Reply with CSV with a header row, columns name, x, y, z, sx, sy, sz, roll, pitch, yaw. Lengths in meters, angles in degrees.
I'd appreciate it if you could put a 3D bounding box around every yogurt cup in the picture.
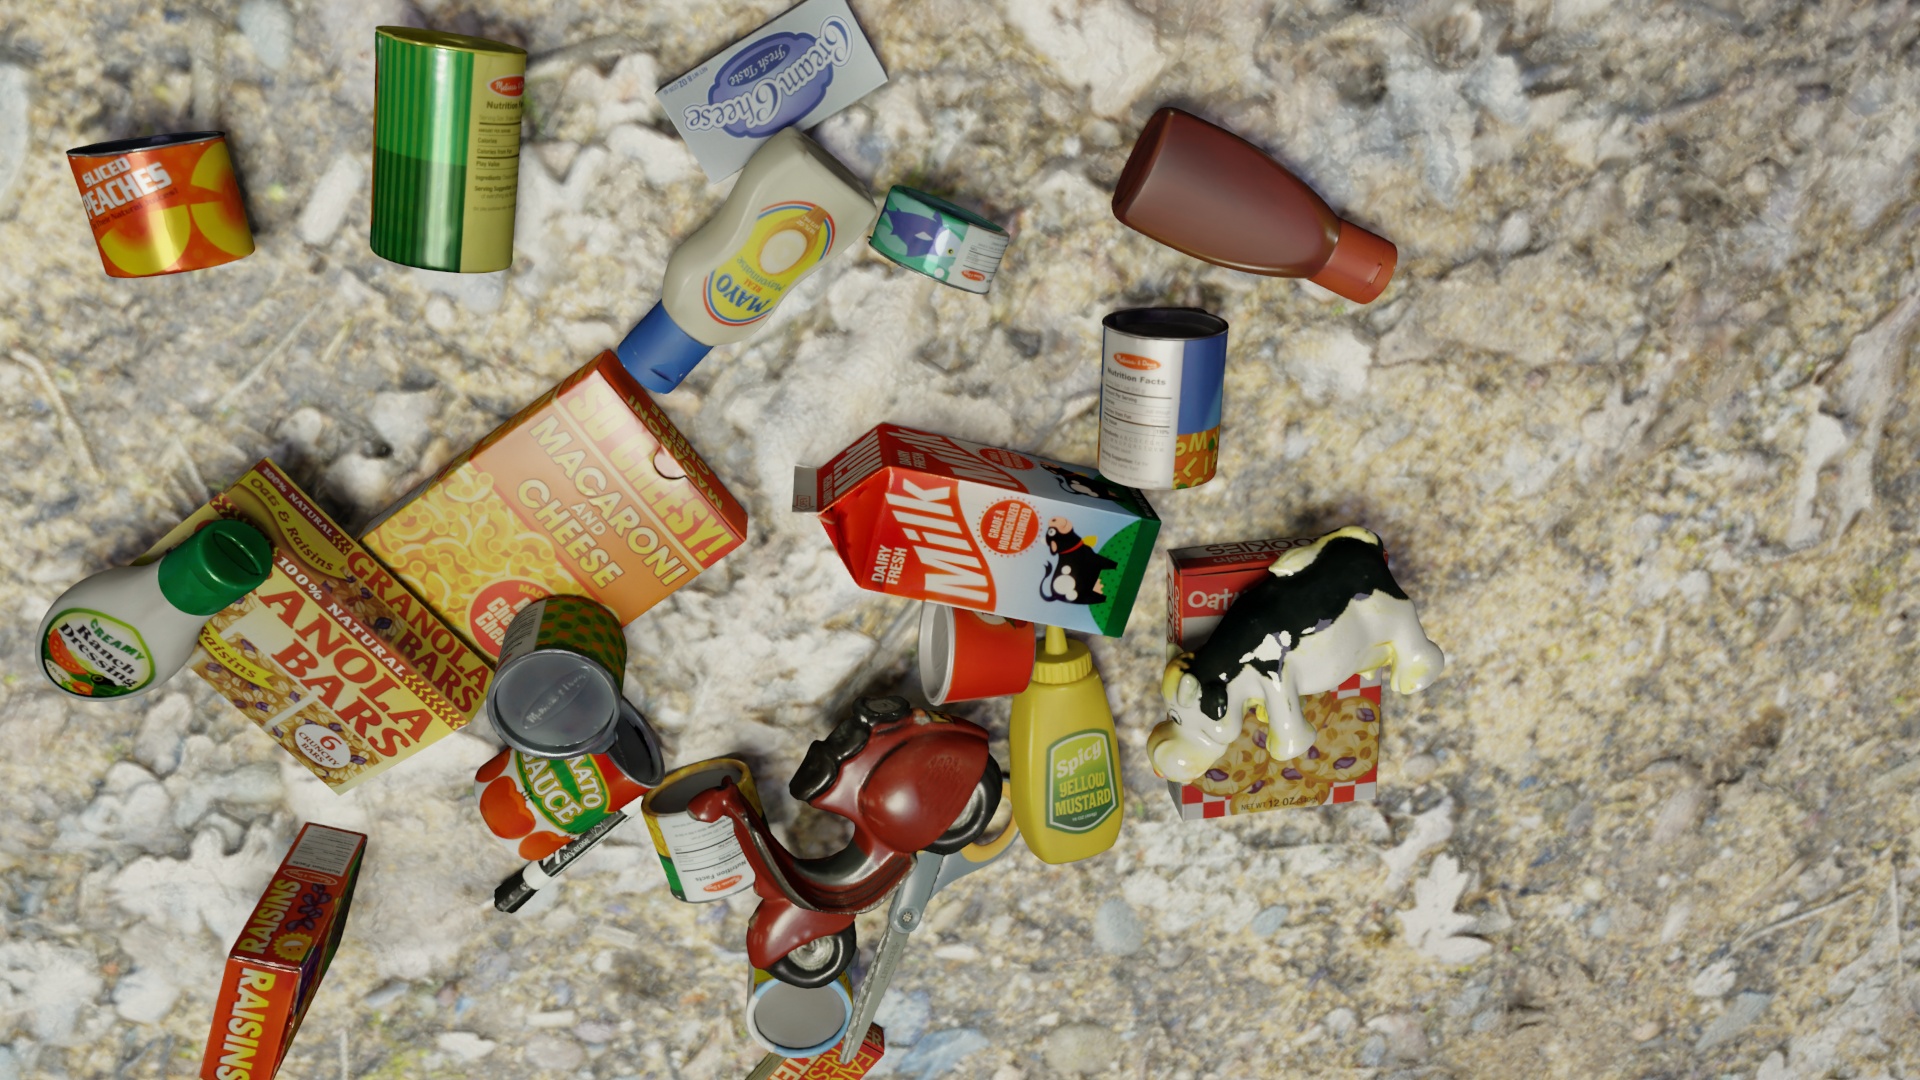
name,x,y,z,sx,sy,sz,roll,pitch,yaw
yogurt cup,0.009,0.060,0.789,0.054,0.072,0.072,3,112,-16

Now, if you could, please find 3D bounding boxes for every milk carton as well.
name,x,y,z,sx,sy,sz,roll,pitch,yaw
milk carton,0.003,-0.009,0.755,0.191,0.072,0.073,12,110,-11

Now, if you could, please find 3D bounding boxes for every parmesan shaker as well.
name,x,y,z,sx,sy,sz,roll,pitch,yaw
parmesan shaker,-0.245,-0.184,0.657,0.071,0.071,0.102,8,111,-10

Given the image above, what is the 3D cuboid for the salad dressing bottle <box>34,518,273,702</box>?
name,x,y,z,sx,sy,sz,roll,pitch,yaw
salad dressing bottle,-0.396,0.034,0.683,0.147,0.044,0.064,-26,115,28

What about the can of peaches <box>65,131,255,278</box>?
name,x,y,z,sx,sy,sz,roll,pitch,yaw
can of peaches,-0.375,-0.158,0.653,0.071,0.071,0.057,-6,114,-4

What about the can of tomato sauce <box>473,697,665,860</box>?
name,x,y,z,sx,sy,sz,roll,pitch,yaw
can of tomato sauce,-0.222,0.133,0.787,0.083,0.071,0.071,-34,112,8

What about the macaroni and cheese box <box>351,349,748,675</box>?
name,x,y,z,sx,sy,sz,roll,pitch,yaw
macaroni and cheese box,-0.218,-0.004,0.749,0.166,0.040,0.123,-34,112,8

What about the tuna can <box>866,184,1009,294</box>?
name,x,y,z,sx,sy,sz,roll,pitch,yaw
tuna can,-0.012,-0.153,0.701,0.071,0.071,0.032,19,108,-14

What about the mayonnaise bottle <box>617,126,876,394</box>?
name,x,y,z,sx,sy,sz,roll,pitch,yaw
mayonnaise bottle,-0.113,-0.136,0.702,0.147,0.041,0.064,-43,136,17

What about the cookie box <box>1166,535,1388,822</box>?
name,x,y,z,sx,sy,sz,roll,pitch,yaw
cookie box,0.187,0.082,0.830,0.123,0.040,0.166,-6,112,-4

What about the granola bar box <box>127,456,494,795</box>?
name,x,y,z,sx,sy,sz,roll,pitch,yaw
granola bar box,-0.346,0.050,0.735,0.124,0.039,0.165,-28,114,29

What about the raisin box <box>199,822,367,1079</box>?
name,x,y,z,sx,sy,sz,roll,pitch,yaw
raisin box,-0.377,0.231,0.779,0.040,0.124,0.085,18,108,-13

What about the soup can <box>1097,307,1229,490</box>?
name,x,y,z,sx,sy,sz,roll,pitch,yaw
soup can,0.109,-0.078,0.746,0.071,0.071,0.083,-2,113,-6

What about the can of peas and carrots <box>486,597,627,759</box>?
name,x,y,z,sx,sy,sz,roll,pitch,yaw
can of peas and carrots,-0.208,0.072,0.728,0.071,0.059,0.070,-4,117,-8

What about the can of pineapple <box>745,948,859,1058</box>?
name,x,y,z,sx,sy,sz,roll,pitch,yaw
can of pineapple,-0.098,0.277,0.865,0.071,0.058,0.070,-2,112,-6

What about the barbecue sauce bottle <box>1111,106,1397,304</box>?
name,x,y,z,sx,sy,sz,roll,pitch,yaw
barbecue sauce bottle,0.157,-0.168,0.726,0.148,0.044,0.064,21,108,-15

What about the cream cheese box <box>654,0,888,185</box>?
name,x,y,z,sx,sy,sz,roll,pitch,yaw
cream cheese box,-0.092,-0.225,0.684,0.104,0.024,0.053,-30,113,6

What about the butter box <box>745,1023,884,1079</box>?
name,x,y,z,sx,sy,sz,roll,pitch,yaw
butter box,-0.101,0.351,0.913,0.053,0.024,0.103,36,103,-18

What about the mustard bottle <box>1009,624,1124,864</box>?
name,x,y,z,sx,sy,sz,roll,pitch,yaw
mustard bottle,0.059,0.111,0.819,0.065,0.049,0.159,-13,109,-20

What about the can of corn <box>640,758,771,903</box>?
name,x,y,z,sx,sy,sz,roll,pitch,yaw
can of corn,-0.147,0.167,0.812,0.071,0.071,0.058,-16,107,0
